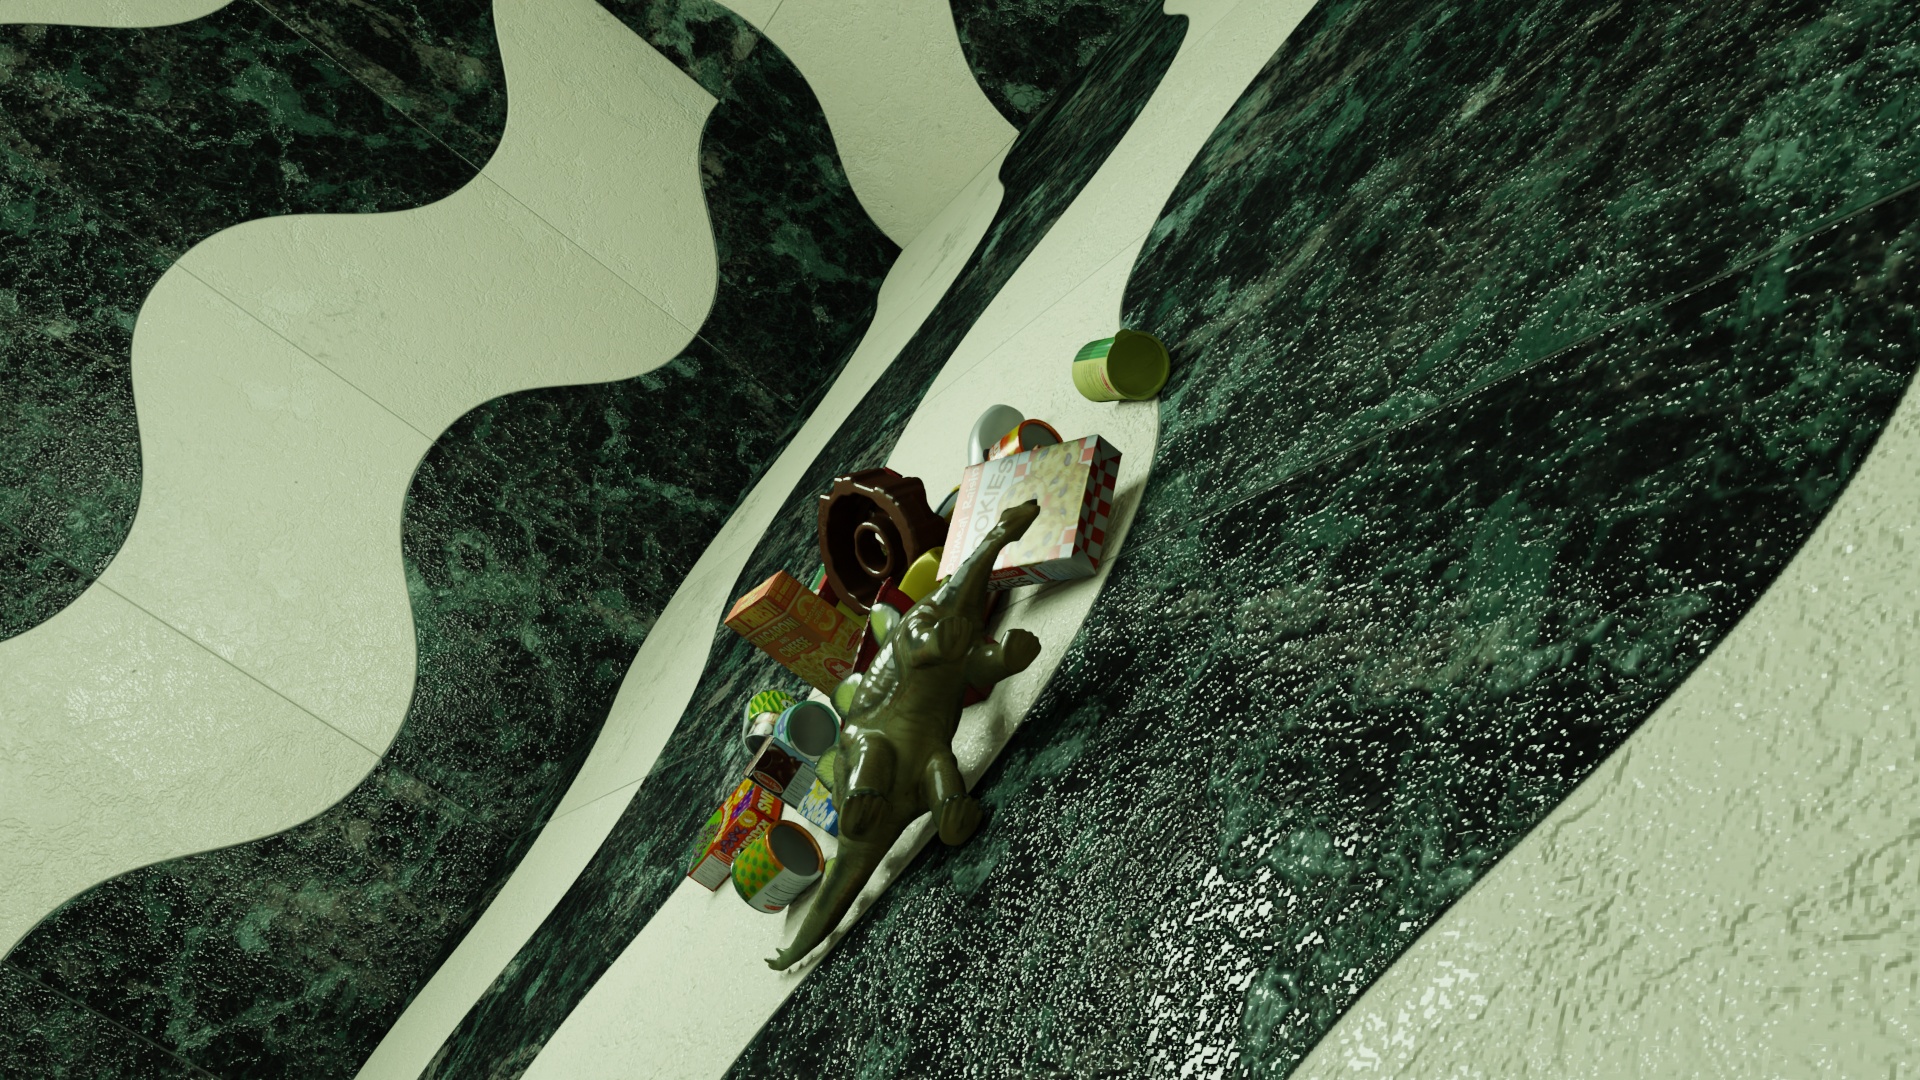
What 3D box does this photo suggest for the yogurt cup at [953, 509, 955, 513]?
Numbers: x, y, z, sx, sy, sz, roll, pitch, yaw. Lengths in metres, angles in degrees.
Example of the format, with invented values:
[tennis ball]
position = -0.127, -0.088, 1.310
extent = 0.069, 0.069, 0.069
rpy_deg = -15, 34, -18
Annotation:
[yogurt cup]
position = 0.034, -0.028, 1.435
extent = 0.054, 0.072, 0.072
rpy_deg = -53, 12, -34

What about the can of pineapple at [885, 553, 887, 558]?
[can of pineapple]
position = -0.046, 0.012, 1.572
extent = 0.070, 0.071, 0.058
rpy_deg = -30, 27, 56

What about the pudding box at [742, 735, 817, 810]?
[pudding box]
position = -0.170, 0.238, 1.396
extent = 0.050, 0.083, 0.030
rpy_deg = -57, 15, -15

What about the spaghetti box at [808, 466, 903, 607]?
[spaghetti box]
position = -0.134, 0.015, 1.625
extent = 0.050, 0.028, 0.251
rpy_deg = -33, 25, 50

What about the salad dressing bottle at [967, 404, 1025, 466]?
[salad dressing bottle]
position = 0.030, -0.085, 1.589
extent = 0.148, 0.064, 0.044
rpy_deg = -68, 12, -24

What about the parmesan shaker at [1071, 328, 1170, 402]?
[parmesan shaker]
position = 0.157, -0.174, 1.382
extent = 0.071, 0.071, 0.103
rpy_deg = -54, 14, -6

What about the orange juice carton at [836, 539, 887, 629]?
[orange juice carton]
position = -0.119, 0.042, 1.718
extent = 0.073, 0.072, 0.193
rpy_deg = -51, 15, 8

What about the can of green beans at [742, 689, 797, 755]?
[can of green beans]
position = -0.223, 0.218, 1.639
extent = 0.071, 0.071, 0.058
rpy_deg = -50, 16, 10

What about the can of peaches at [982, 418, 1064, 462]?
[can of peaches]
position = 0.068, -0.087, 1.452
extent = 0.057, 0.071, 0.071
rpy_deg = -36, 22, 46

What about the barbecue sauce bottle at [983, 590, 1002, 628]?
[barbecue sauce bottle]
position = 0.016, 0.050, 1.344
extent = 0.064, 0.043, 0.149
rpy_deg = -47, 14, 51

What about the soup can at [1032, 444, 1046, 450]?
[soup can]
position = 0.072, -0.042, 1.346
extent = 0.083, 0.071, 0.071
rpy_deg = -48, 15, 17

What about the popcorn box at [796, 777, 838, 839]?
[popcorn box]
position = -0.102, 0.234, 1.289
extent = 0.085, 0.038, 0.126
rpy_deg = -55, 15, -14

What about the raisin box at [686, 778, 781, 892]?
[raisin box]
position = -0.245, 0.316, 1.534
extent = 0.123, 0.040, 0.086
rpy_deg = -49, 14, 20

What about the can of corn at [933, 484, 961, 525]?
[can of corn]
position = 0.005, -0.019, 1.508
extent = 0.071, 0.058, 0.071
rpy_deg = -48, 15, 18

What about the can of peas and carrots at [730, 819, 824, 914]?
[can of peas and carrots]
position = -0.169, 0.298, 1.281
extent = 0.058, 0.071, 0.071
rpy_deg = -45, 16, 24

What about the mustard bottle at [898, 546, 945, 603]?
[mustard bottle]
position = -0.046, 0.081, 1.424
extent = 0.049, 0.065, 0.159
rpy_deg = -15, -36, -58

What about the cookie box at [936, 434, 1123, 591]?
[cookie box]
position = 0.060, -0.020, 1.250
extent = 0.167, 0.040, 0.123
rpy_deg = -12, 55, 45

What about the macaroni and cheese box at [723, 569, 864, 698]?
[macaroni and cheese box]
position = -0.159, 0.108, 1.499
extent = 0.123, 0.166, 0.040
rpy_deg = -31, 26, 55

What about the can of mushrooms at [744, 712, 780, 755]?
[can of mushrooms]
position = -0.206, 0.225, 1.567
extent = 0.070, 0.071, 0.034
rpy_deg = -34, 22, 51

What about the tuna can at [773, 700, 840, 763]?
[tuna can]
position = -0.163, 0.204, 1.486
extent = 0.032, 0.071, 0.071
rpy_deg = -31, 26, 53
